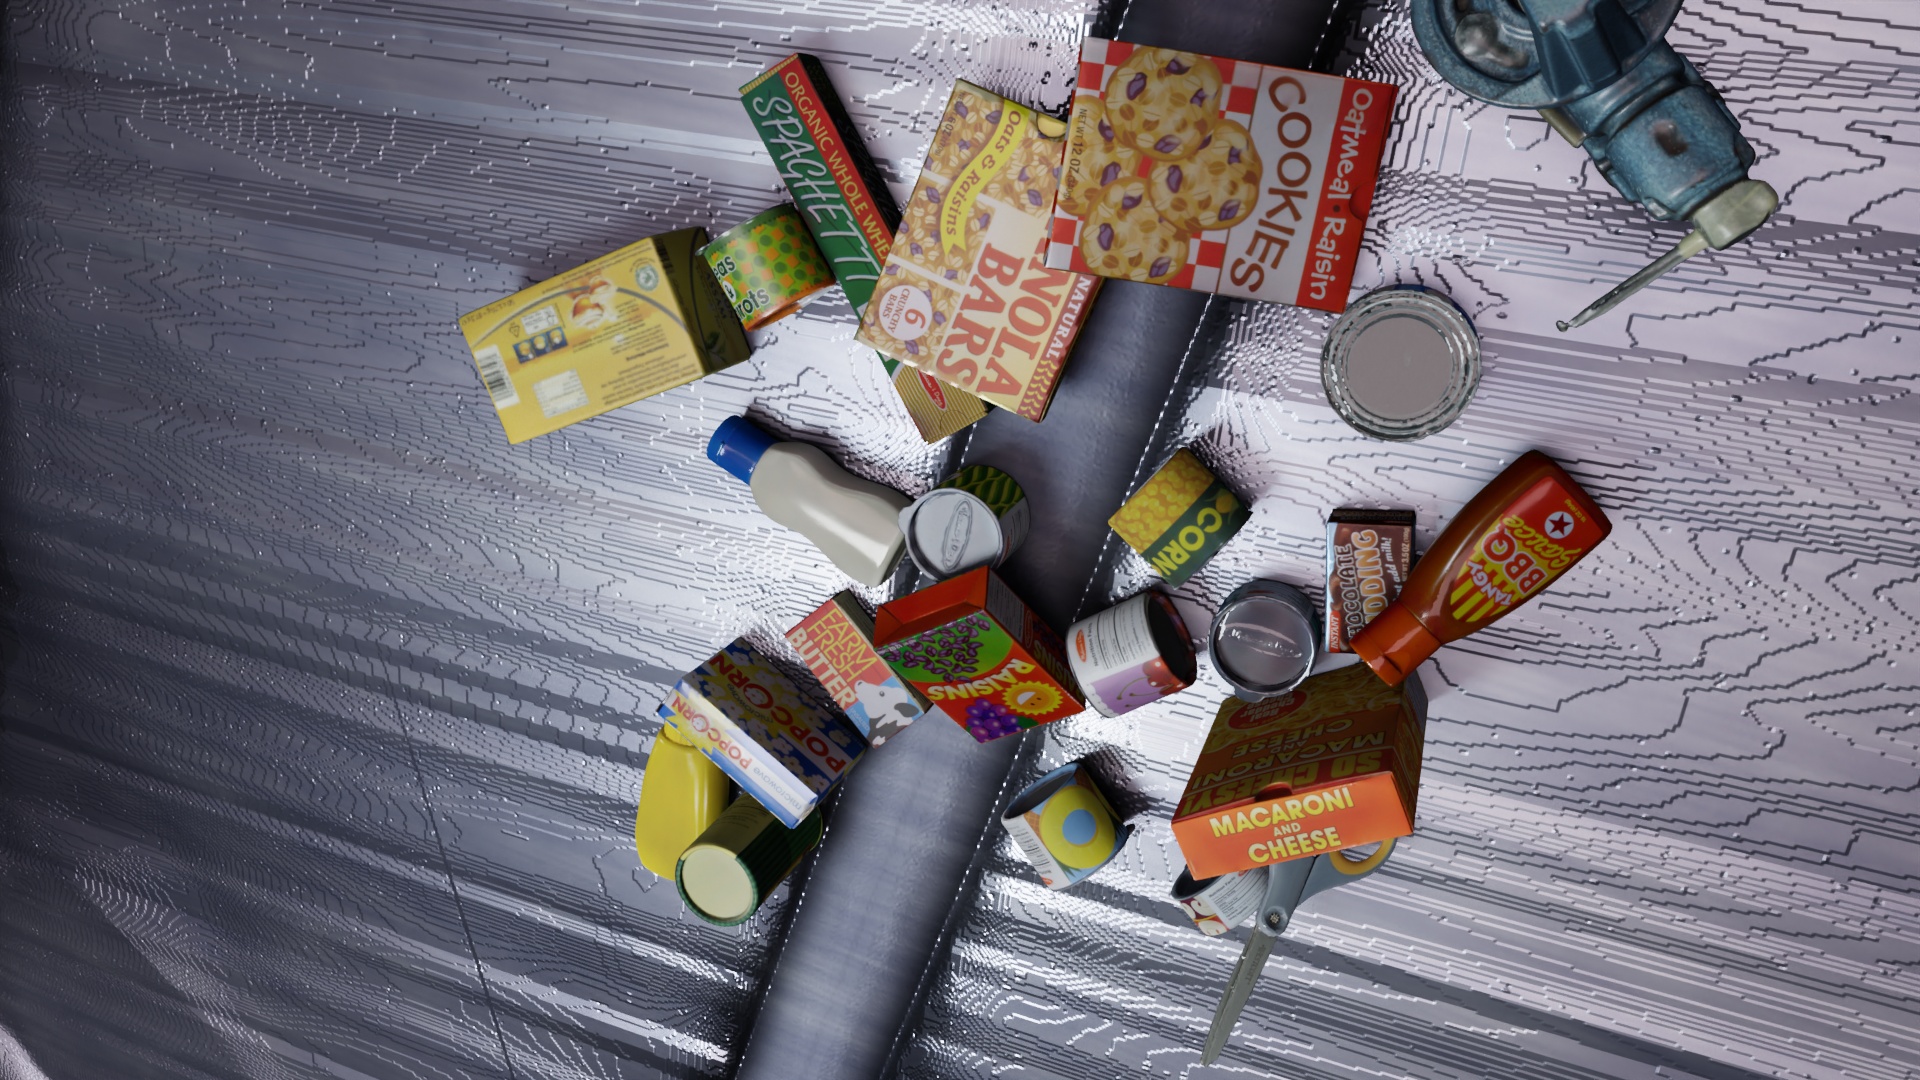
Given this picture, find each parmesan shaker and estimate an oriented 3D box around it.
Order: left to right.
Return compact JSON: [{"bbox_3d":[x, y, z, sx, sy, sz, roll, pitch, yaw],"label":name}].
[{"bbox_3d":[-0.153,0.222,0.996,0.071,0.103,0.071,7,110,19],"label":"parmesan shaker"}]

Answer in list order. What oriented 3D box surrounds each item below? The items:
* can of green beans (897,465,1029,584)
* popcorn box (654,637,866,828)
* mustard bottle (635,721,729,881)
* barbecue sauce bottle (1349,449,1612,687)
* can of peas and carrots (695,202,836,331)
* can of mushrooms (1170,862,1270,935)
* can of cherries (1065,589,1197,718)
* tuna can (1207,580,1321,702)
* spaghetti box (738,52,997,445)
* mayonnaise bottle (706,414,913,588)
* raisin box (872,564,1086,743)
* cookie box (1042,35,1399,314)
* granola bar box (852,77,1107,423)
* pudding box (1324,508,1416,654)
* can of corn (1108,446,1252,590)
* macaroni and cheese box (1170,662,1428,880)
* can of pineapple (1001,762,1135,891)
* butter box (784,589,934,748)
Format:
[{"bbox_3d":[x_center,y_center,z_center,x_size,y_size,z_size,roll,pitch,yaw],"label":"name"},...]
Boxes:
[{"bbox_3d":[0.005,-0.010,0.887,0.071,0.058,0.071,6,109,19],"label":"can of green beans"},{"bbox_3d":[-0.137,0.133,0.971,0.127,0.085,0.038,40,115,5],"label":"popcorn box"},{"bbox_3d":[-0.202,0.175,1.030,0.065,0.049,0.159,17,112,16],"label":"mustard bottle"},{"bbox_3d":[0.285,0.021,0.777,0.148,0.044,0.065,-44,104,11],"label":"barbecue sauce bottle"},{"bbox_3d":[-0.122,-0.171,0.876,0.071,0.071,0.058,-26,97,26],"label":"can of peas and carrots"},{"bbox_3d":[0.171,0.220,0.895,0.071,0.071,0.033,-41,91,27],"label":"can of mushrooms"},{"bbox_3d":[0.109,0.072,0.872,0.058,0.072,0.071,-27,96,25],"label":"can of cherries"},{"bbox_3d":[0.187,0.062,0.855,0.071,0.033,0.070,6,109,19],"label":"tuna can"},{"bbox_3d":[-0.056,-0.182,0.871,0.050,0.029,0.249,-25,97,25],"label":"spaghetti box"},{"bbox_3d":[-0.100,-0.032,0.930,0.148,0.041,0.064,33,114,9],"label":"mayonnaise bottle"},{"bbox_3d":[0.014,0.075,0.888,0.086,0.040,0.123,-22,132,27],"label":"raisin box"},{"bbox_3d":[0.138,-0.197,0.755,0.167,0.040,0.122,9,106,0],"label":"cookie box"},{"bbox_3d":[0.025,-0.169,0.818,0.124,0.039,0.165,25,106,4],"label":"granola bar box"},{"bbox_3d":[0.242,0.025,0.823,0.049,0.030,0.083,3,108,20],"label":"pudding box"},{"bbox_3d":[0.130,-0.013,0.831,0.058,0.071,0.071,45,117,3],"label":"can of corn"},{"bbox_3d":[0.198,0.125,0.796,0.123,0.167,0.040,-20,99,25],"label":"macaroni and cheese box"},{"bbox_3d":[0.071,0.188,0.923,0.071,0.071,0.058,-35,93,27],"label":"can of pineapple"},{"bbox_3d":[-0.070,0.089,0.966,0.053,0.024,0.103,-38,91,26],"label":"butter box"}]
